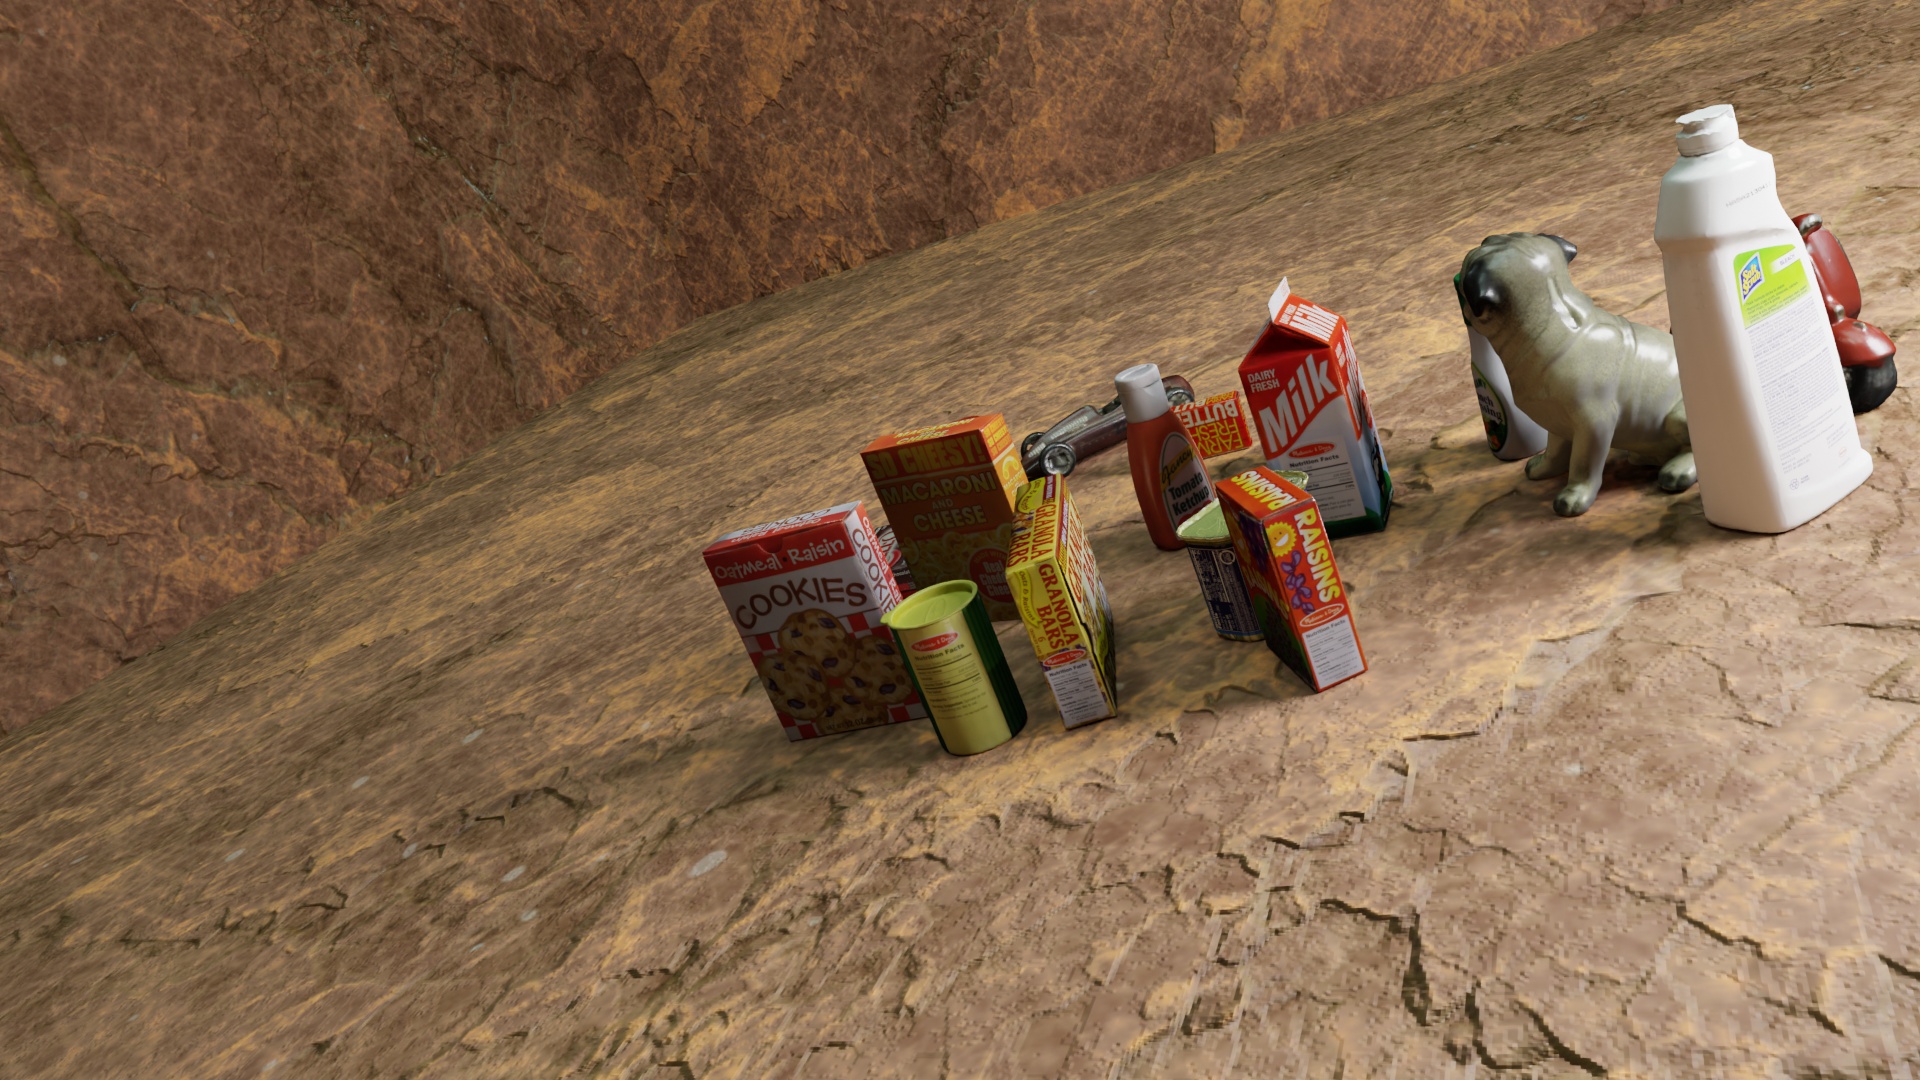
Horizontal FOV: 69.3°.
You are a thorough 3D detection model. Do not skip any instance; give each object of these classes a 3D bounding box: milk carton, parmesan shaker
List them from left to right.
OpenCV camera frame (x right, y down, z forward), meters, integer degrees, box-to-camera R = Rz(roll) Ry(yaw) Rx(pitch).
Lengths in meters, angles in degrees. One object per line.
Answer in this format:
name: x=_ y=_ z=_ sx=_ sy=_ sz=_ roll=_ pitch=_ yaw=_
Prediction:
parmesan shaker: x=-0.004 y=0.088 z=0.958 sx=0.071 sy=0.102 sz=0.071 roll=-19 pitch=19 yaw=7
milk carton: x=0.264 y=-0.100 z=1.046 sx=0.073 sy=0.190 sz=0.073 roll=-12 pitch=21 yaw=28

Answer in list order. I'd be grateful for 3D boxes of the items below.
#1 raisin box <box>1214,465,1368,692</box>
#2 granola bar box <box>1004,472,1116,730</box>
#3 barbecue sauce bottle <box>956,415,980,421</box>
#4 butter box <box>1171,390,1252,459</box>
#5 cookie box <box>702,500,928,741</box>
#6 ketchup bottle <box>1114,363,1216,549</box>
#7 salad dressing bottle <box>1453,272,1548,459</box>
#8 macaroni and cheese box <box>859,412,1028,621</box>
raisin box: x=0.207 y=0.022 z=0.878 sx=0.040 sy=0.123 sz=0.086 roll=-22 pitch=18 yaw=-2
granola bar box: x=0.073 y=0.038 z=0.980 sx=0.039 sy=0.124 sz=0.166 roll=-18 pitch=19 yaw=12
barbecue sauce bottle: x=0.027 y=-0.033 z=1.185 sx=0.044 sy=0.148 sz=0.065 roll=-27 pitch=19 yaw=-16
butter box: x=0.220 y=-0.103 z=1.316 sx=0.103 sy=0.053 sz=0.024 roll=-14 pitch=20 yaw=23
cookie box: x=-0.102 y=0.063 z=1.035 sx=0.123 sy=0.167 sz=0.040 roll=-13 pitch=20 yaw=24
ketchup bottle: x=0.165 y=-0.070 z=1.138 sx=0.065 sy=0.148 sz=0.043 roll=-31 pitch=20 yaw=-25
salad dressing bottle: x=0.410 y=-0.136 z=1.054 sx=0.044 sy=0.147 sz=0.064 roll=-20 pitch=19 yaw=7
macaroni and cheese box: x=0.004 y=-0.014 z=1.132 sx=0.123 sy=0.166 sz=0.040 roll=-8 pitch=23 yaw=35
